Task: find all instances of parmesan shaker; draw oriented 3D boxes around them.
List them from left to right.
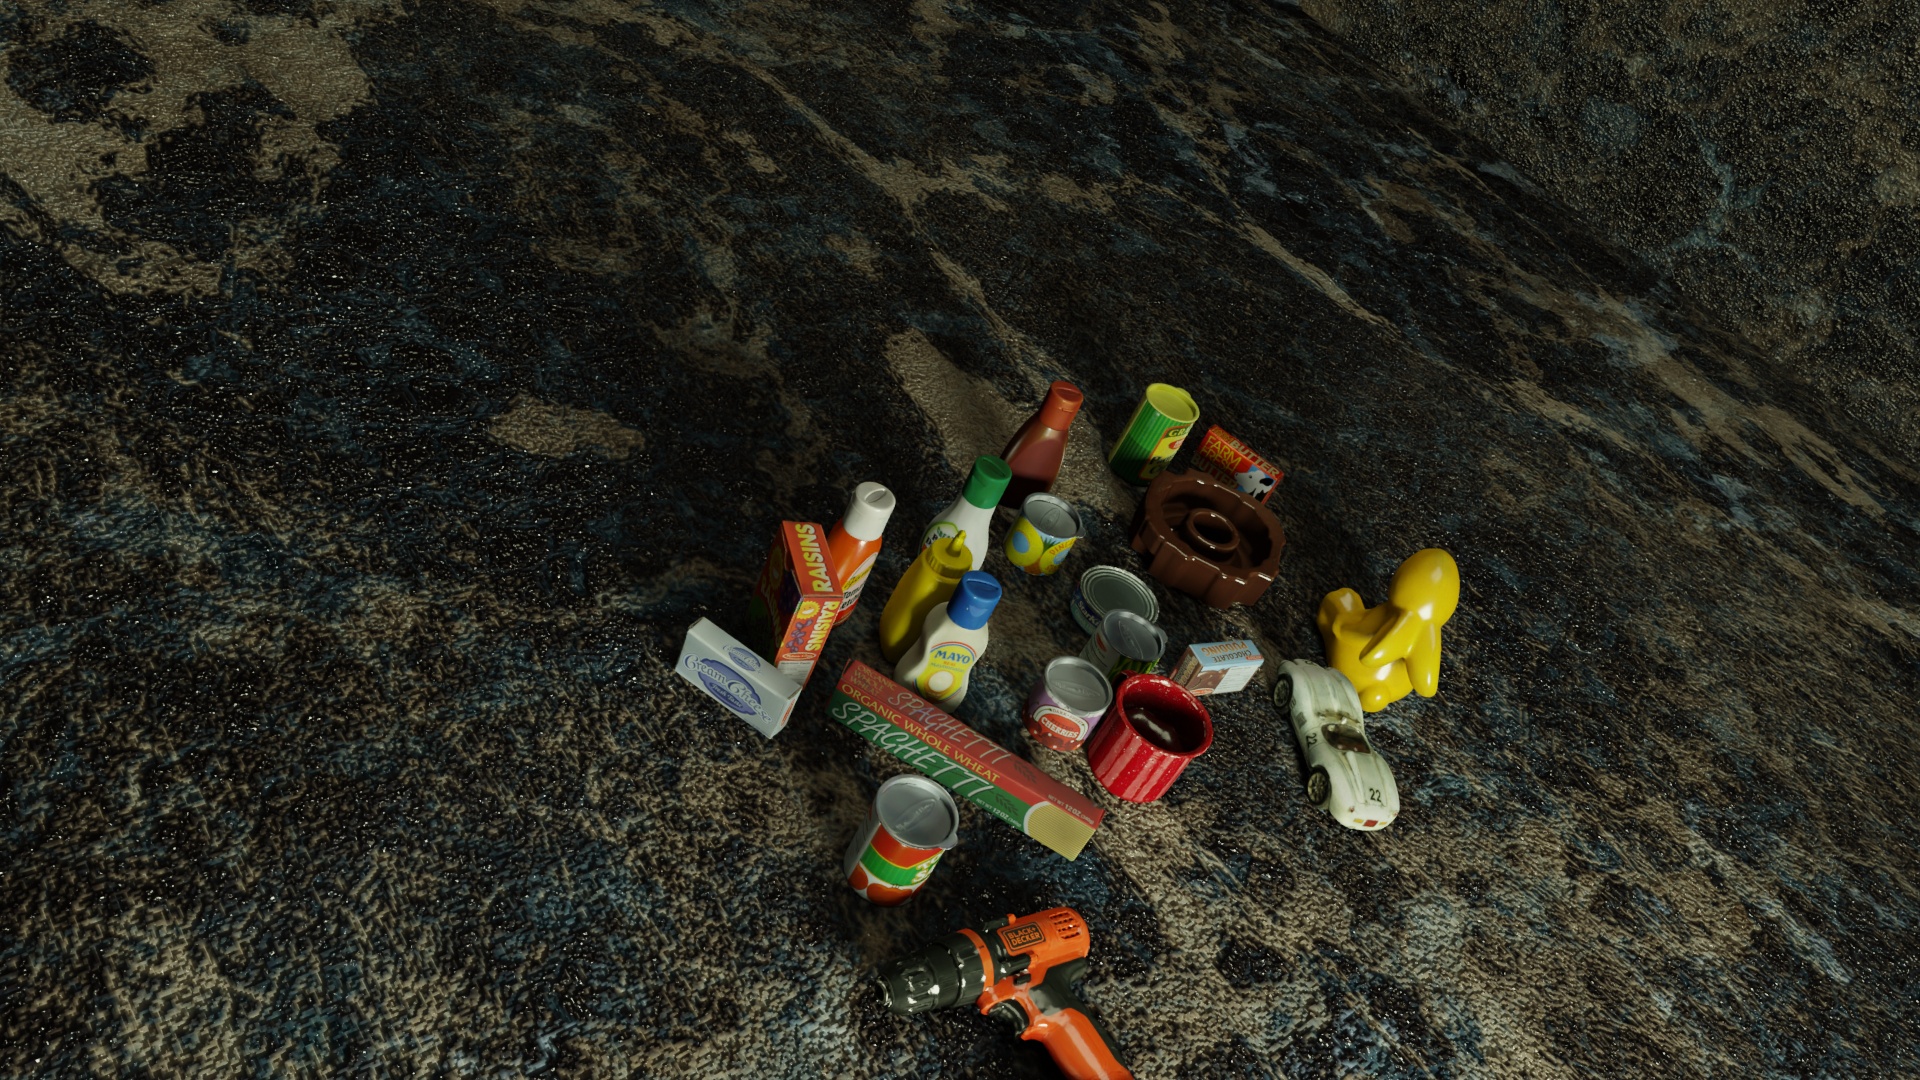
[{"bbox_3d":[0.221,-0.120,1.588,0.071,0.102,0.072,16,40,-13],"label":"parmesan shaker"}]

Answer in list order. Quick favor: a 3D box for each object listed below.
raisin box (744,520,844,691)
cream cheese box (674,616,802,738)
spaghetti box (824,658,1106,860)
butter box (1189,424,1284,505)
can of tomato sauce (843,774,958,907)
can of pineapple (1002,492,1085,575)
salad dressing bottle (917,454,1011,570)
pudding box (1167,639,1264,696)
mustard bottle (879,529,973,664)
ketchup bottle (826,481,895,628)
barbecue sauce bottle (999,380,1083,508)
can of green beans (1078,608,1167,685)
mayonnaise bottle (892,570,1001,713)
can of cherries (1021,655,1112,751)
[{"bbox_3d":[-0.142,0.056,1.169,0.040,0.122,0.086,3,44,-27],"label":"raisin box"},{"bbox_3d":[-0.183,0.113,1.139,0.104,0.053,0.024,34,39,9],"label":"cream cheese box"},{"bbox_3d":[0.001,0.184,1.166,0.250,0.050,0.029,30,39,5],"label":"spaghetti box"},{"bbox_3d":[0.327,-0.087,1.650,0.103,0.052,0.024,39,40,15],"label":"butter box"},{"bbox_3d":[-0.045,0.231,1.061,0.071,0.082,0.071,16,40,-13],"label":"can of tomato sauce"},{"bbox_3d":[0.084,-0.005,1.418,0.071,0.057,0.071,16,40,-13],"label":"can of pineapple"},{"bbox_3d":[0.005,-0.016,1.314,0.064,0.146,0.044,43,41,19],"label":"salad dressing bottle"},{"bbox_3d":[0.253,0.126,1.372,0.084,0.049,0.030,-2,47,-31],"label":"pudding box"},{"bbox_3d":[-0.022,0.045,1.221,0.065,0.159,0.049,4,44,-26],"label":"mustard bottle"},{"bbox_3d":[-0.099,0.013,1.222,0.043,0.148,0.065,38,40,14],"label":"ketchup bottle"},{"bbox_3d":[0.082,-0.099,1.450,0.065,0.147,0.044,9,42,-21],"label":"barbecue sauce bottle"},{"bbox_3d":[0.153,0.109,1.329,0.071,0.057,0.071,16,40,-13],"label":"can of green beans"},{"bbox_3d":[-0.008,0.088,1.189,0.065,0.147,0.041,14,40,-16],"label":"mayonnaise bottle"},{"bbox_3d":[0.095,0.149,1.251,0.071,0.058,0.072,16,40,-13],"label":"can of cherries"}]
